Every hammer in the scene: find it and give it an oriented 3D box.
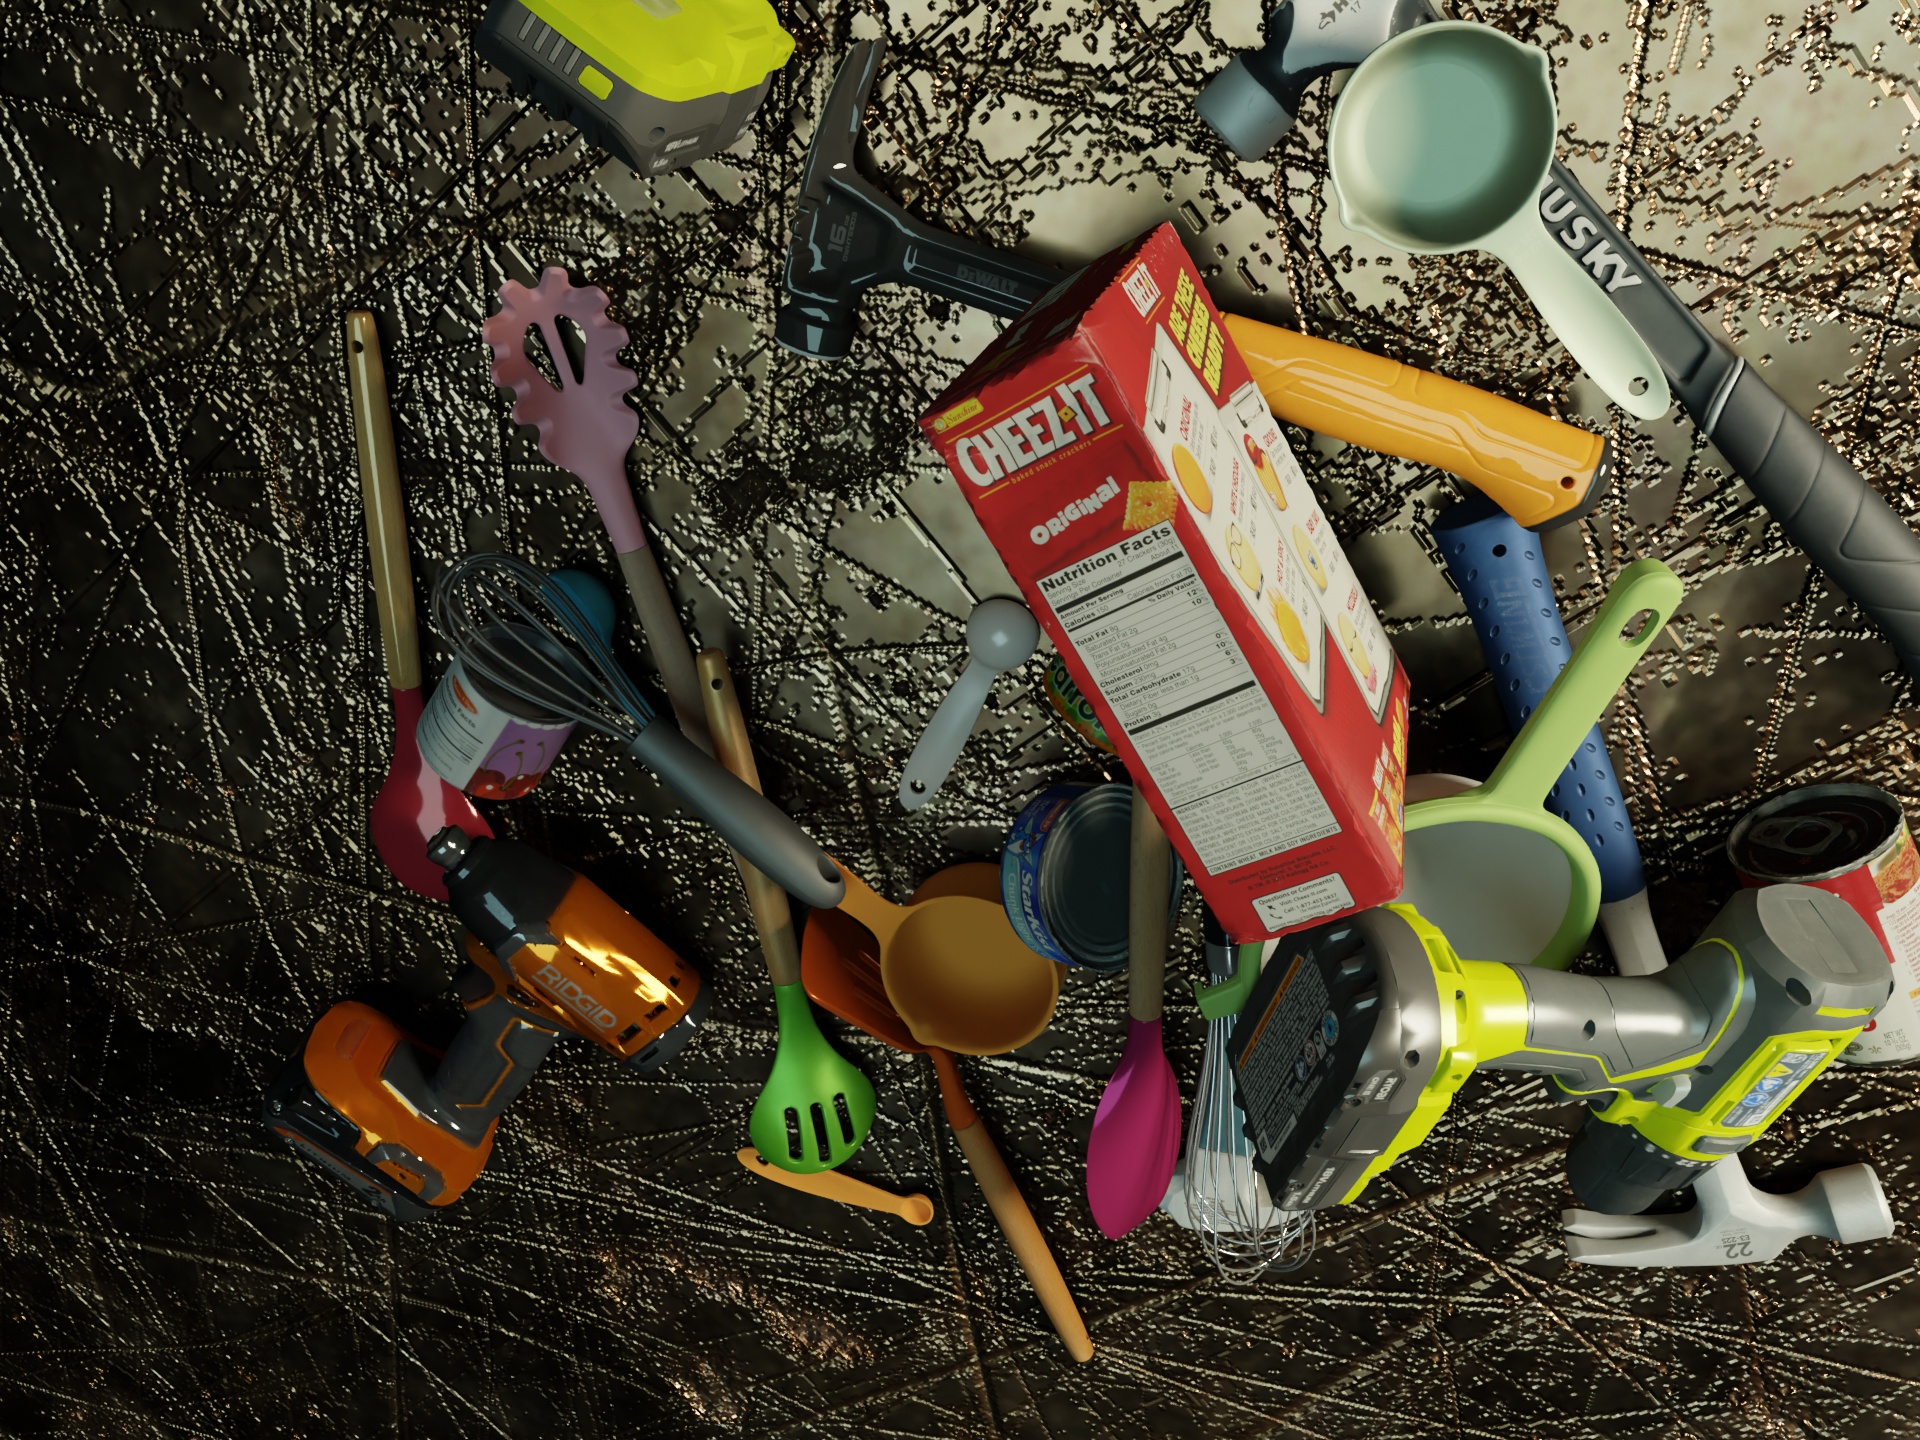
[{"bbox_3d":[0.282,-0.142,0.607,0.408,0.036,0.149,43,115,-10],"label":"hammer"},{"bbox_3d":[0.141,0.113,0.761,0.128,0.033,0.330,9,117,9],"label":"hammer"},{"bbox_3d":[0.092,-0.157,0.627,0.337,0.034,0.127,21,119,8],"label":"hammer"},{"bbox_3d":[0.291,0.088,0.713,0.144,0.035,0.405,-19,109,20],"label":"hammer"}]

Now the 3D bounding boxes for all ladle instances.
[{"bbox_3d":[-0.276,-0.042,0.787,0.069,0.031,0.315,4,114,7],"label":"ladle"}]

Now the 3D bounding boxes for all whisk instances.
[{"bbox_3d":[0.126,0.135,0.727,0.070,0.070,0.284,-4,109,14],"label":"whisk"},{"bbox_3d":[-0.145,0.007,0.730,0.239,0.055,0.055,41,117,-6],"label":"whisk"}]

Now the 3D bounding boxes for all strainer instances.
[{"bbox_3d":[0.201,0.030,0.645,0.151,0.069,0.256,10,126,-17],"label":"strainer"}]

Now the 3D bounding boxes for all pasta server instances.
[{"bbox_3d":[-0.144,-0.054,0.744,0.060,0.040,0.316,-21,113,-9],"label":"pasta server"}]

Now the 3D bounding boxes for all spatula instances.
[{"bbox_3d":[0.002,0.230,0.840,0.041,0.081,0.322,-19,115,11],"label":"spatula"}]

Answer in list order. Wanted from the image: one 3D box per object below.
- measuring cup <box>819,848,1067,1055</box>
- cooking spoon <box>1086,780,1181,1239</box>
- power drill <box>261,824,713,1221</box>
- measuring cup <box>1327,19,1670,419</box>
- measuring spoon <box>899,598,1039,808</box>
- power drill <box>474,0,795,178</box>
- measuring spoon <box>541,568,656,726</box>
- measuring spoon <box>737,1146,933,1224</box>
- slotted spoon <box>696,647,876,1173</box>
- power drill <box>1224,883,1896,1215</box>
[{"bbox_3d":[-0.025,0.089,0.779,0.173,0.052,0.095,35,116,1],"label":"measuring cup"},{"bbox_3d":[0.084,0.110,0.712,0.017,0.069,0.318,25,128,41],"label":"cooking spoon"},{"bbox_3d":[-0.263,0.156,0.840,0.226,0.084,0.164,-37,111,22],"label":"power drill"},{"bbox_3d":[0.198,-0.174,0.570,0.083,0.038,0.167,-39,104,23],"label":"measuring cup"},{"bbox_3d":[-0.001,-0.002,0.746,0.034,0.018,0.124,28,119,-2],"label":"measuring spoon"},{"bbox_3d":[-0.072,-0.304,0.536,0.080,0.171,0.223,36,121,-5],"label":"power drill"},{"bbox_3d":[-0.158,-0.023,0.775,0.042,0.021,0.128,5,132,50],"label":"measuring spoon"},{"bbox_3d":[-0.070,0.258,0.893,0.117,0.011,0.021,14,118,10],"label":"measuring spoon"},{"bbox_3d":[-0.095,0.109,0.803,0.070,0.031,0.313,-15,115,-13],"label":"slotted spoon"},{"bbox_3d":[0.233,0.146,0.651,0.228,0.080,0.190,3,134,-14],"label":"power drill"}]
